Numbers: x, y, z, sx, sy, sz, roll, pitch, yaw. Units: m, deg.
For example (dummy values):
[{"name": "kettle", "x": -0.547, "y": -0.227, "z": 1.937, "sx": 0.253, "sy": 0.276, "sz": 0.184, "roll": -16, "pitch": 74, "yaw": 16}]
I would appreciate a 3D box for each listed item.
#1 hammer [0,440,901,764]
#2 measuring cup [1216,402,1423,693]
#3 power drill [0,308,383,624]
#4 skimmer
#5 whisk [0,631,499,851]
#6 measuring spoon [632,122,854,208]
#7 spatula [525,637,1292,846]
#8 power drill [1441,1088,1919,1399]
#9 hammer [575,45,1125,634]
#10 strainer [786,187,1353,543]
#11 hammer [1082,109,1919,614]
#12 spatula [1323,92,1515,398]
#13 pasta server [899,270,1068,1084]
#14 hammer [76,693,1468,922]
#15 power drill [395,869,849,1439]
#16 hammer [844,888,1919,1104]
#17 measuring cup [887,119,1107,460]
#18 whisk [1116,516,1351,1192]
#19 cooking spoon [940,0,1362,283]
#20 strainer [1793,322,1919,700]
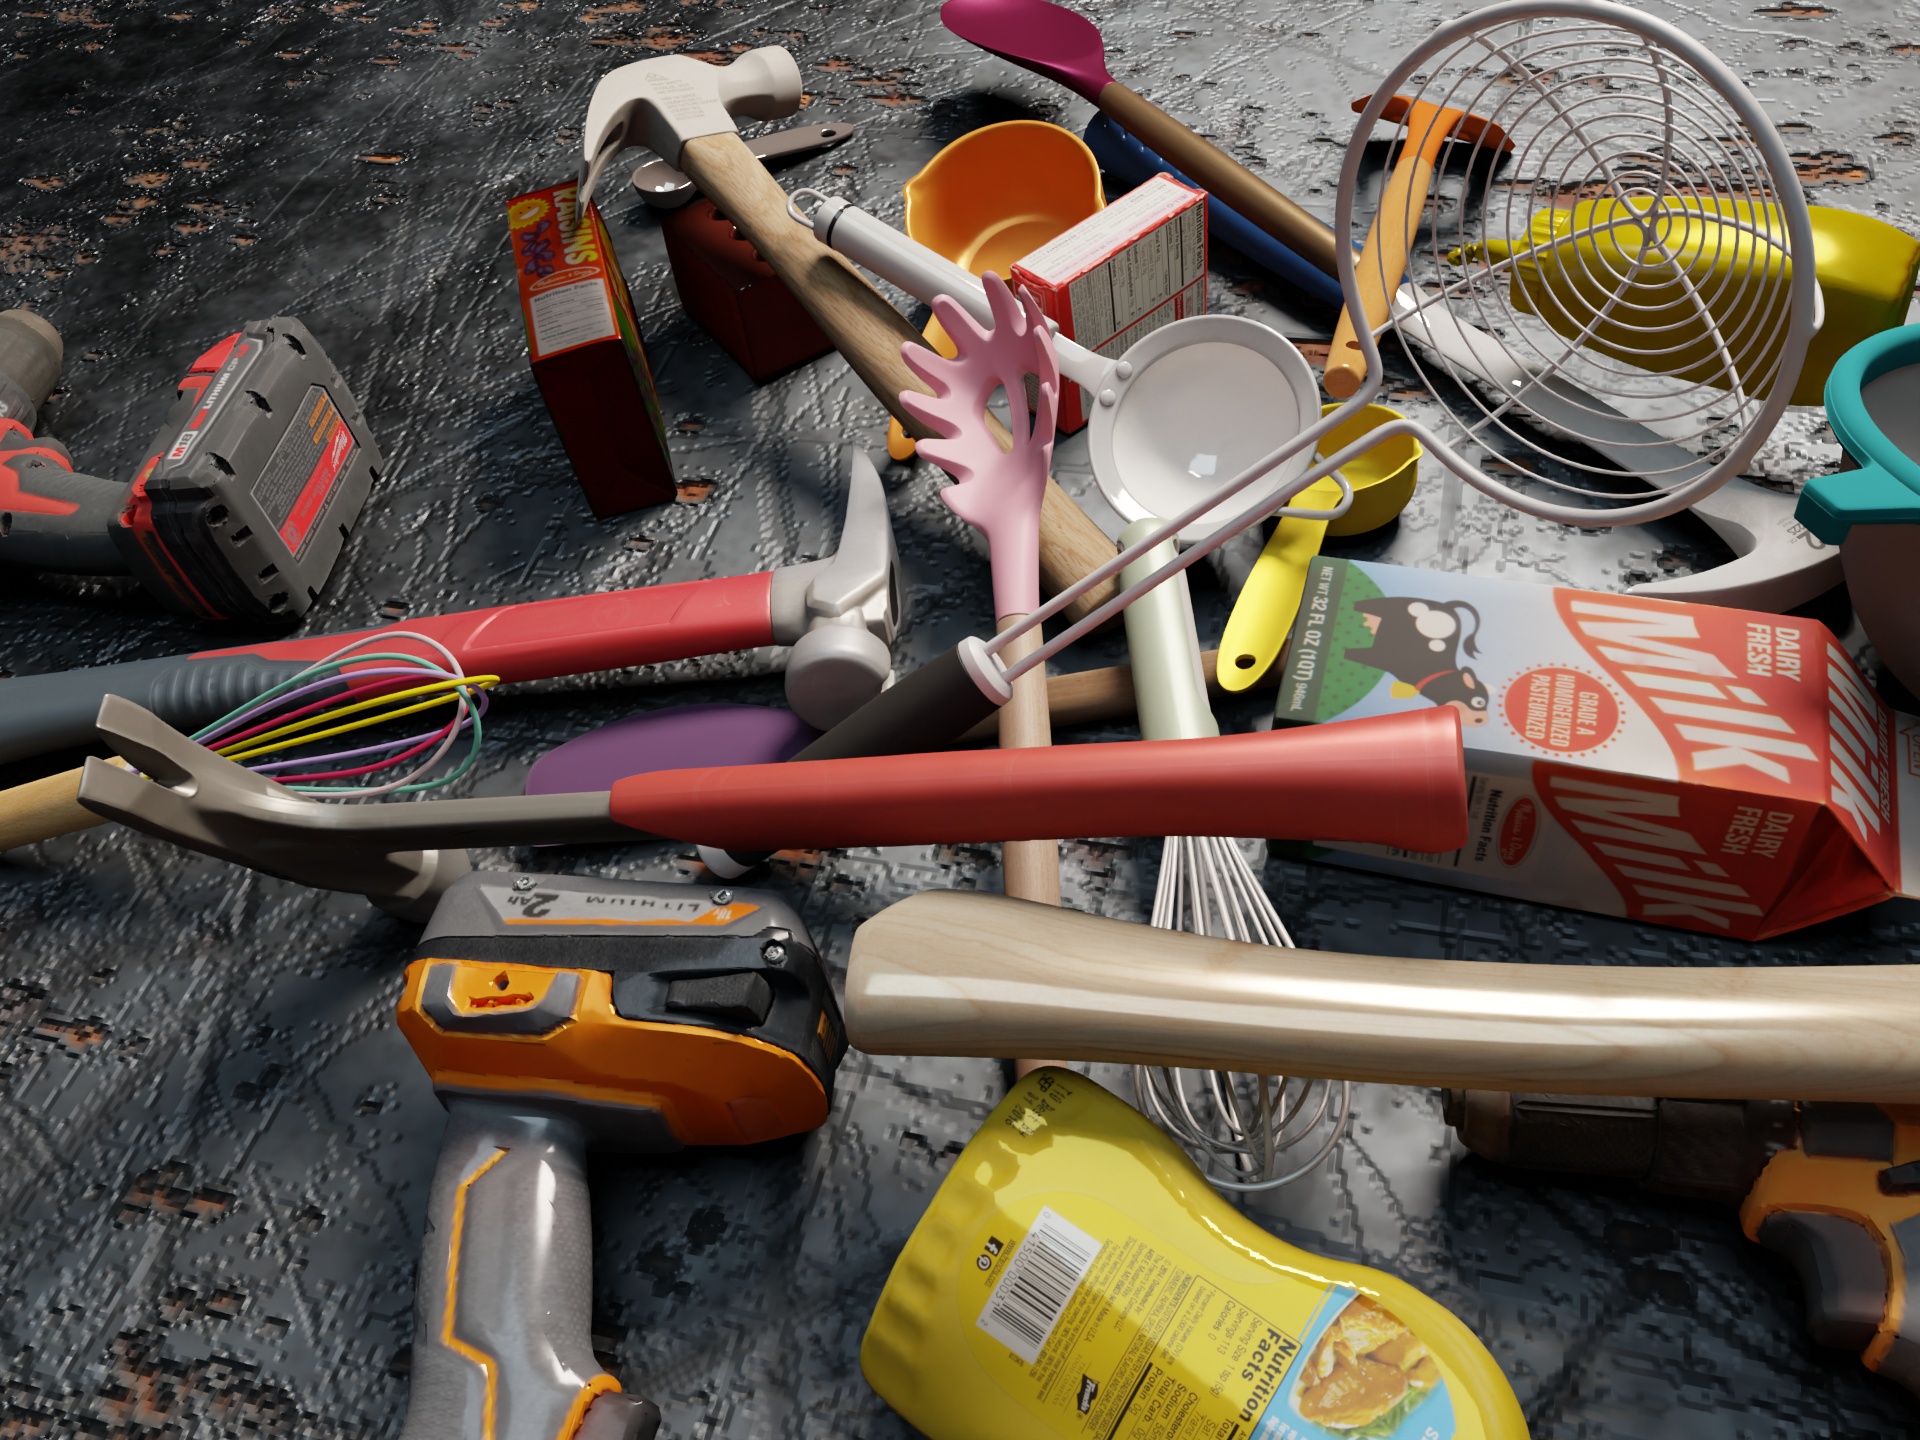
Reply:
[{"name": "hammer", "x": -0.215, "y": -0.032, "z": 0.608, "sx": 0.386, "sy": 0.038, "sz": 0.143, "roll": -7, "pitch": 41, "yaw": 5}, {"name": "measuring cup", "x": 0.126, "y": -0.059, "z": 0.583, "sx": 0.062, "sy": 0.029, "sz": 0.157, "roll": 11, "pitch": 52, "yaw": 27}, {"name": "power drill", "x": -0.374, "y": -0.117, "z": 0.686, "sx": 0.227, "sy": 0.080, "sz": 0.188, "roll": -2, "pitch": 50, "yaw": 11}, {"name": "skimmer", "x": 0.043, "y": -0.041, "z": 0.437, "sx": 0.363, "sy": 0.090, "sz": 0.127, "roll": -33, "pitch": 87, "yaw": 25}, {"name": "whisk", "x": -0.263, "y": 0.017, "z": 0.551, "sx": 0.245, "sy": 0.051, "sz": 0.047, "roll": -14, "pitch": 29, "yaw": 18}, {"name": "measuring spoon", "x": -0.111, "y": -0.289, "z": 0.830, "sx": 0.124, "sy": 0.018, "sz": 0.034, "roll": -23, "pitch": 50, "yaw": -19}, {"name": "spatula", "x": -0.001, "y": -0.002, "z": 0.566, "sx": 0.316, "sy": 0.018, "sz": 0.060, "roll": -10, "pitch": 46, "yaw": 2}, {"name": "power drill", "x": 0.211, "y": 0.158, "z": 0.362, "sx": 0.185, "sy": 0.084, "sz": 0.226, "roll": 2, "pitch": 46, "yaw": 11}, {"name": "hammer", "x": -0.042, "y": -0.159, "z": 0.638, "sx": 0.130, "sy": 0.031, "sz": 0.331, "roll": -25, "pitch": 66, "yaw": -32}, {"name": "strainer", "x": 0.036, "y": -0.141, "z": 0.604, "sx": 0.258, "sy": 0.050, "sz": 0.087, "roll": 34, "pitch": 93, "yaw": 15}, {"name": "hammer", "x": 0.185, "y": -0.168, "z": 0.664, "sx": 0.144, "sy": 0.035, "sz": 0.406, "roll": -31, "pitch": 53, "yaw": -17}, {"name": "spatula", "x": 0.179, "y": -0.205, "z": 0.647, "sx": 0.081, "sy": 0.041, "sz": 0.323, "roll": 19, "pitch": 44, "yaw": 9}, {"name": "pasta server", "x": 0.016, "y": -0.011, "z": 0.518, "sx": 0.060, "sy": 0.040, "sz": 0.316, "roll": -19, "pitch": 59, "yaw": 30}, {"name": "hammer", "x": -0.049, "y": 0.021, "z": 0.439, "sx": 0.359, "sy": 0.149, "sz": 0.037, "roll": -4, "pitch": 69, "yaw": 17}, {"name": "power drill", "x": -0.093, "y": 0.157, "z": 0.410, "sx": 0.164, "sy": 0.084, "sz": 0.227, "roll": 3, "pitch": 55, "yaw": 10}, {"name": "hammer", "x": 0.173, "y": 0.079, "z": 0.372, "sx": 0.410, "sy": 0.038, "sz": 0.146, "roll": 0, "pitch": 38, "yaw": 10}, {"name": "measuring cup", "x": 0.009, "y": -0.178, "z": 0.697, "sx": 0.095, "sy": 0.052, "sz": 0.174, "roll": 15, "pitch": 74, "yaw": 22}, {"name": "whisk", "x": 0.073, "y": 0.028, "z": 0.497, "sx": 0.059, "sy": 0.057, "sz": 0.247, "roll": -9, "pitch": 52, "yaw": 7}, {"name": "cooking spoon", "x": 0.084, "y": -0.278, "z": 0.737, "sx": 0.068, "sy": 0.017, "sz": 0.319, "roll": -21, "pitch": 49, "yaw": -22}, {"name": "strainer", "x": 0.392, "y": -0.066, "z": 0.524, "sx": 0.211, "sy": 0.095, "sz": 0.340, "roll": 25, "pitch": 40, "yaw": 24}]
